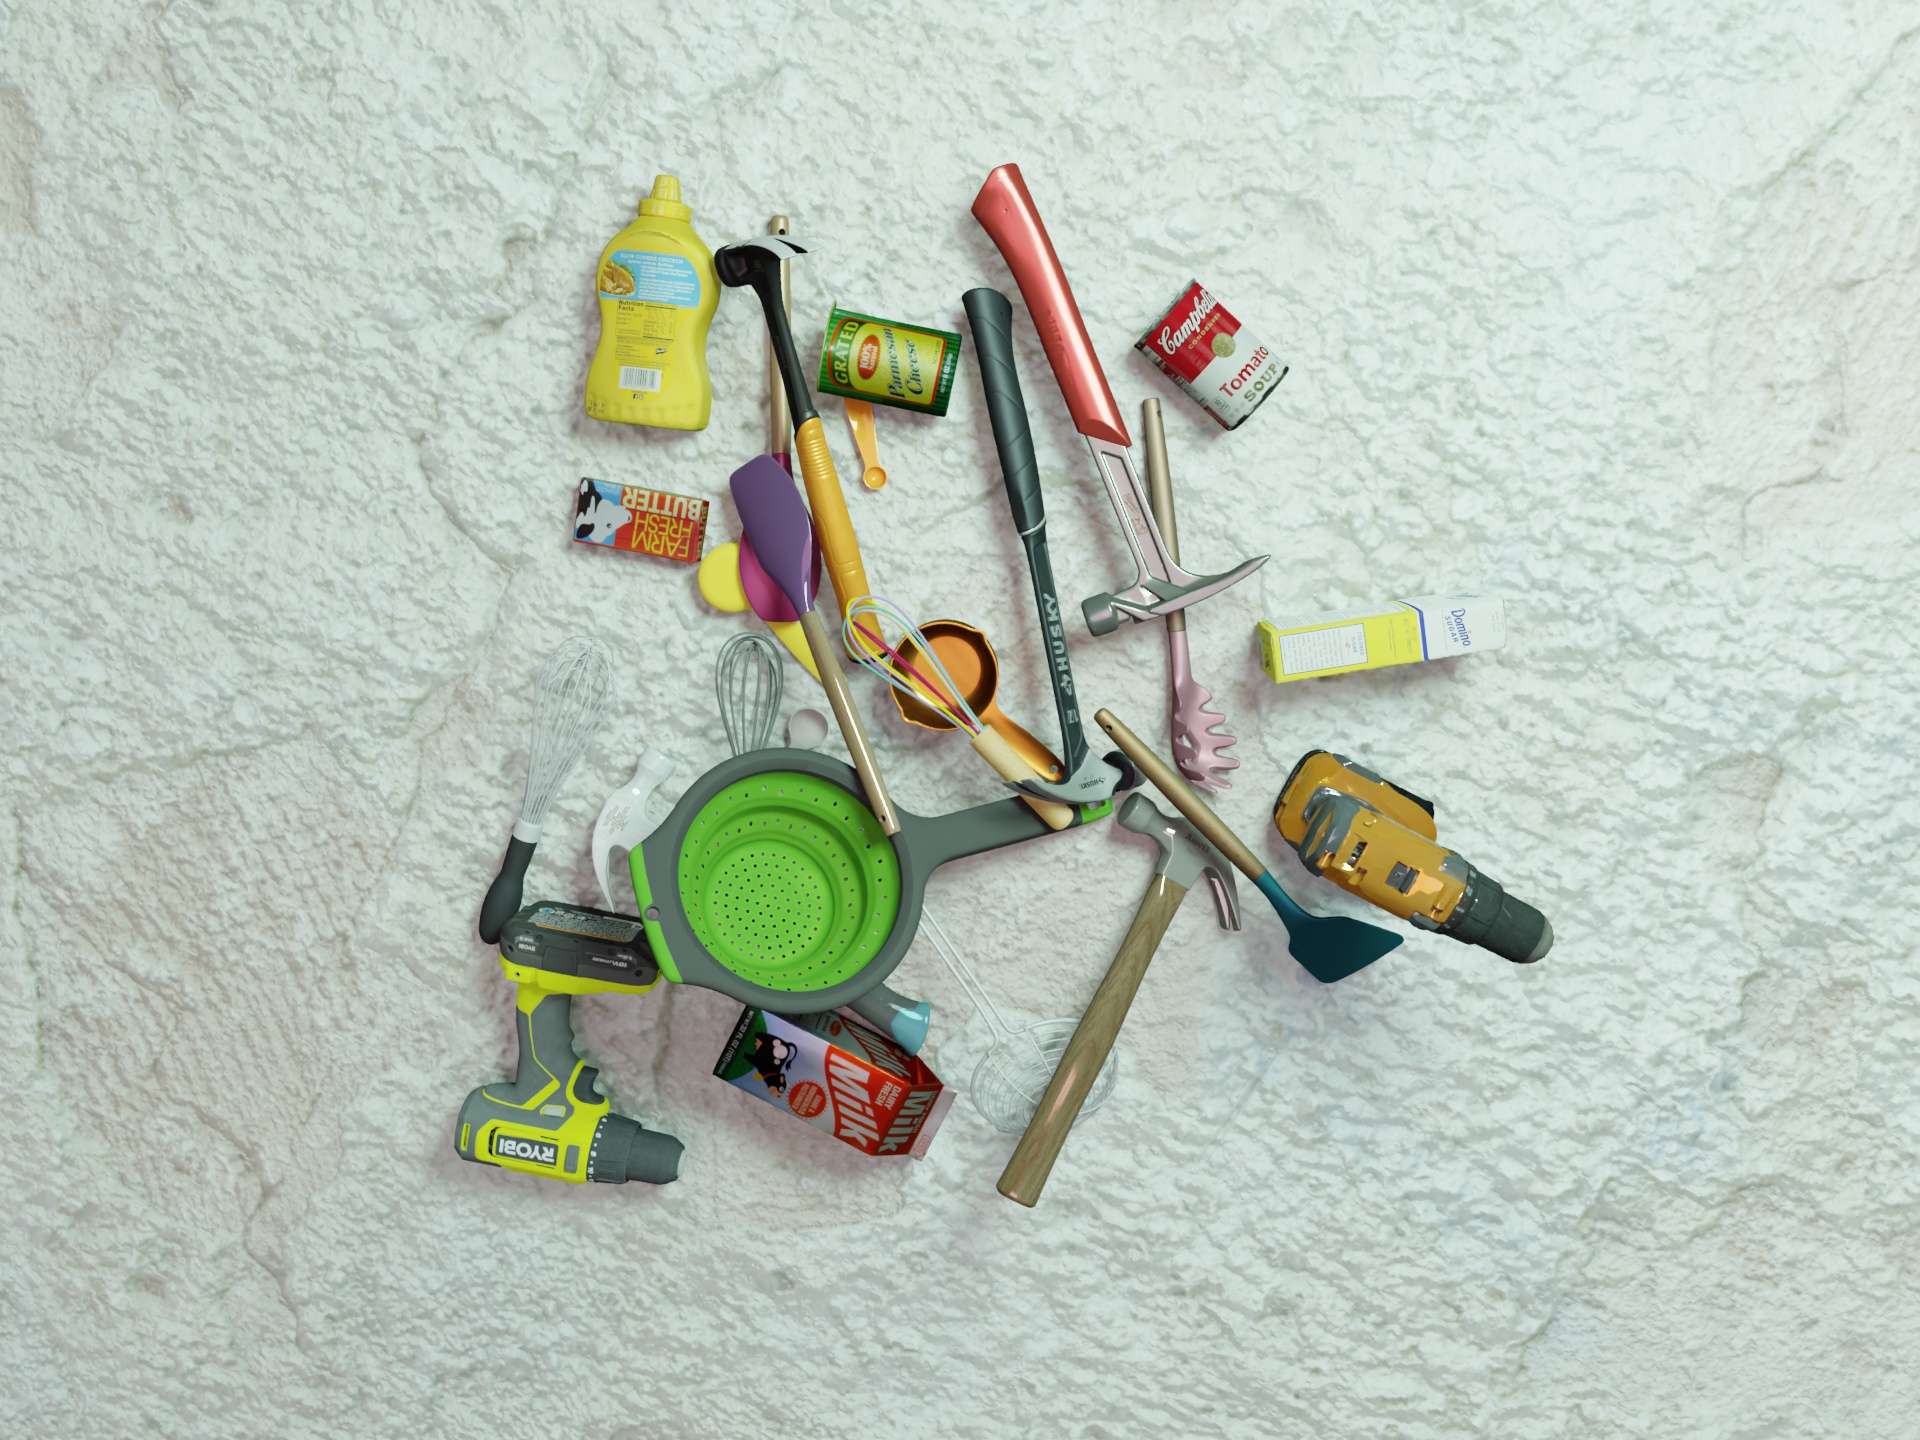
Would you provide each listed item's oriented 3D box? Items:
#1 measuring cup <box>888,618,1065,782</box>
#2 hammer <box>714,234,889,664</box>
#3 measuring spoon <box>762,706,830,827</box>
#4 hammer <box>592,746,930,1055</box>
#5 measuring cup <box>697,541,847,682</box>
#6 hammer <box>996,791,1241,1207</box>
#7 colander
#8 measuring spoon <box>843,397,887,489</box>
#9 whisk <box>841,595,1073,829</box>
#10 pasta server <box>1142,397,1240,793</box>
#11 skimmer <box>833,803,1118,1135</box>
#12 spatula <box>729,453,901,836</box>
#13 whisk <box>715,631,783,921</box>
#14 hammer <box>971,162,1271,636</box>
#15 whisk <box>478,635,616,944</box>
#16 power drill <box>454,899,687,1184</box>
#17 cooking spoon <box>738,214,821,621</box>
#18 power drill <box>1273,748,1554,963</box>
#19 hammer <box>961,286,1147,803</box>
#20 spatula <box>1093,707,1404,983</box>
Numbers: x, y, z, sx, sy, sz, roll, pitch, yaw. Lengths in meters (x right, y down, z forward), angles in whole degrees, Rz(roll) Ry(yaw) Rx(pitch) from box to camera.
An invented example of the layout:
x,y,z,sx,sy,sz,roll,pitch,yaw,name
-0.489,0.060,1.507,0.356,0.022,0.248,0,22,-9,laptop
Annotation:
x,y,z,sx,sy,sz,roll,pitch,yaw,name
0.020,-0.011,1.282,0.173,0.052,0.095,40,99,-5,measuring cup
-0.107,-0.200,1.219,0.034,0.127,0.336,-24,113,-25,hammer
-0.144,0.041,1.319,0.034,0.018,0.124,29,106,-3,measuring spoon
-0.161,0.168,1.319,0.331,0.033,0.128,36,83,-5,hammer
-0.150,-0.080,1.289,0.062,0.029,0.156,-44,93,8,measuring cup
0.120,0.231,1.270,0.130,0.031,0.331,30,80,-14,hammer
-0.065,0.114,1.252,0.397,0.094,0.205,-13,74,-25,colander
-0.079,-0.242,1.273,0.021,0.011,0.117,-14,94,-2,measuring spoon
-0.003,-0.003,1.236,0.051,0.047,0.245,-43,98,7,whisk
0.176,-0.099,1.267,0.040,0.060,0.316,-2,98,42,pasta server
-0.005,0.190,1.325,0.127,0.090,0.363,-36,85,9,skimmer
-0.107,-0.059,1.227,0.060,0.018,0.316,-25,81,27,spatula
-0.175,0.048,1.285,0.055,0.055,0.239,3,90,3,whisk
0.105,-0.253,1.213,0.149,0.037,0.359,-22,94,8,hammer
-0.346,0.061,1.313,0.070,0.070,0.284,22,104,-1,whisk
-0.313,0.280,1.331,0.190,0.080,0.228,11,102,1,power drill
-0.143,-0.237,1.263,0.068,0.017,0.319,-2,95,-21,cooking spoon
0.333,0.103,1.193,0.185,0.226,0.084,27,99,-2,power drill
0.055,-0.133,1.238,0.036,0.149,0.409,-10,92,42,hammer
0.220,0.100,1.266,0.317,0.044,0.082,45,123,-9,spatula
